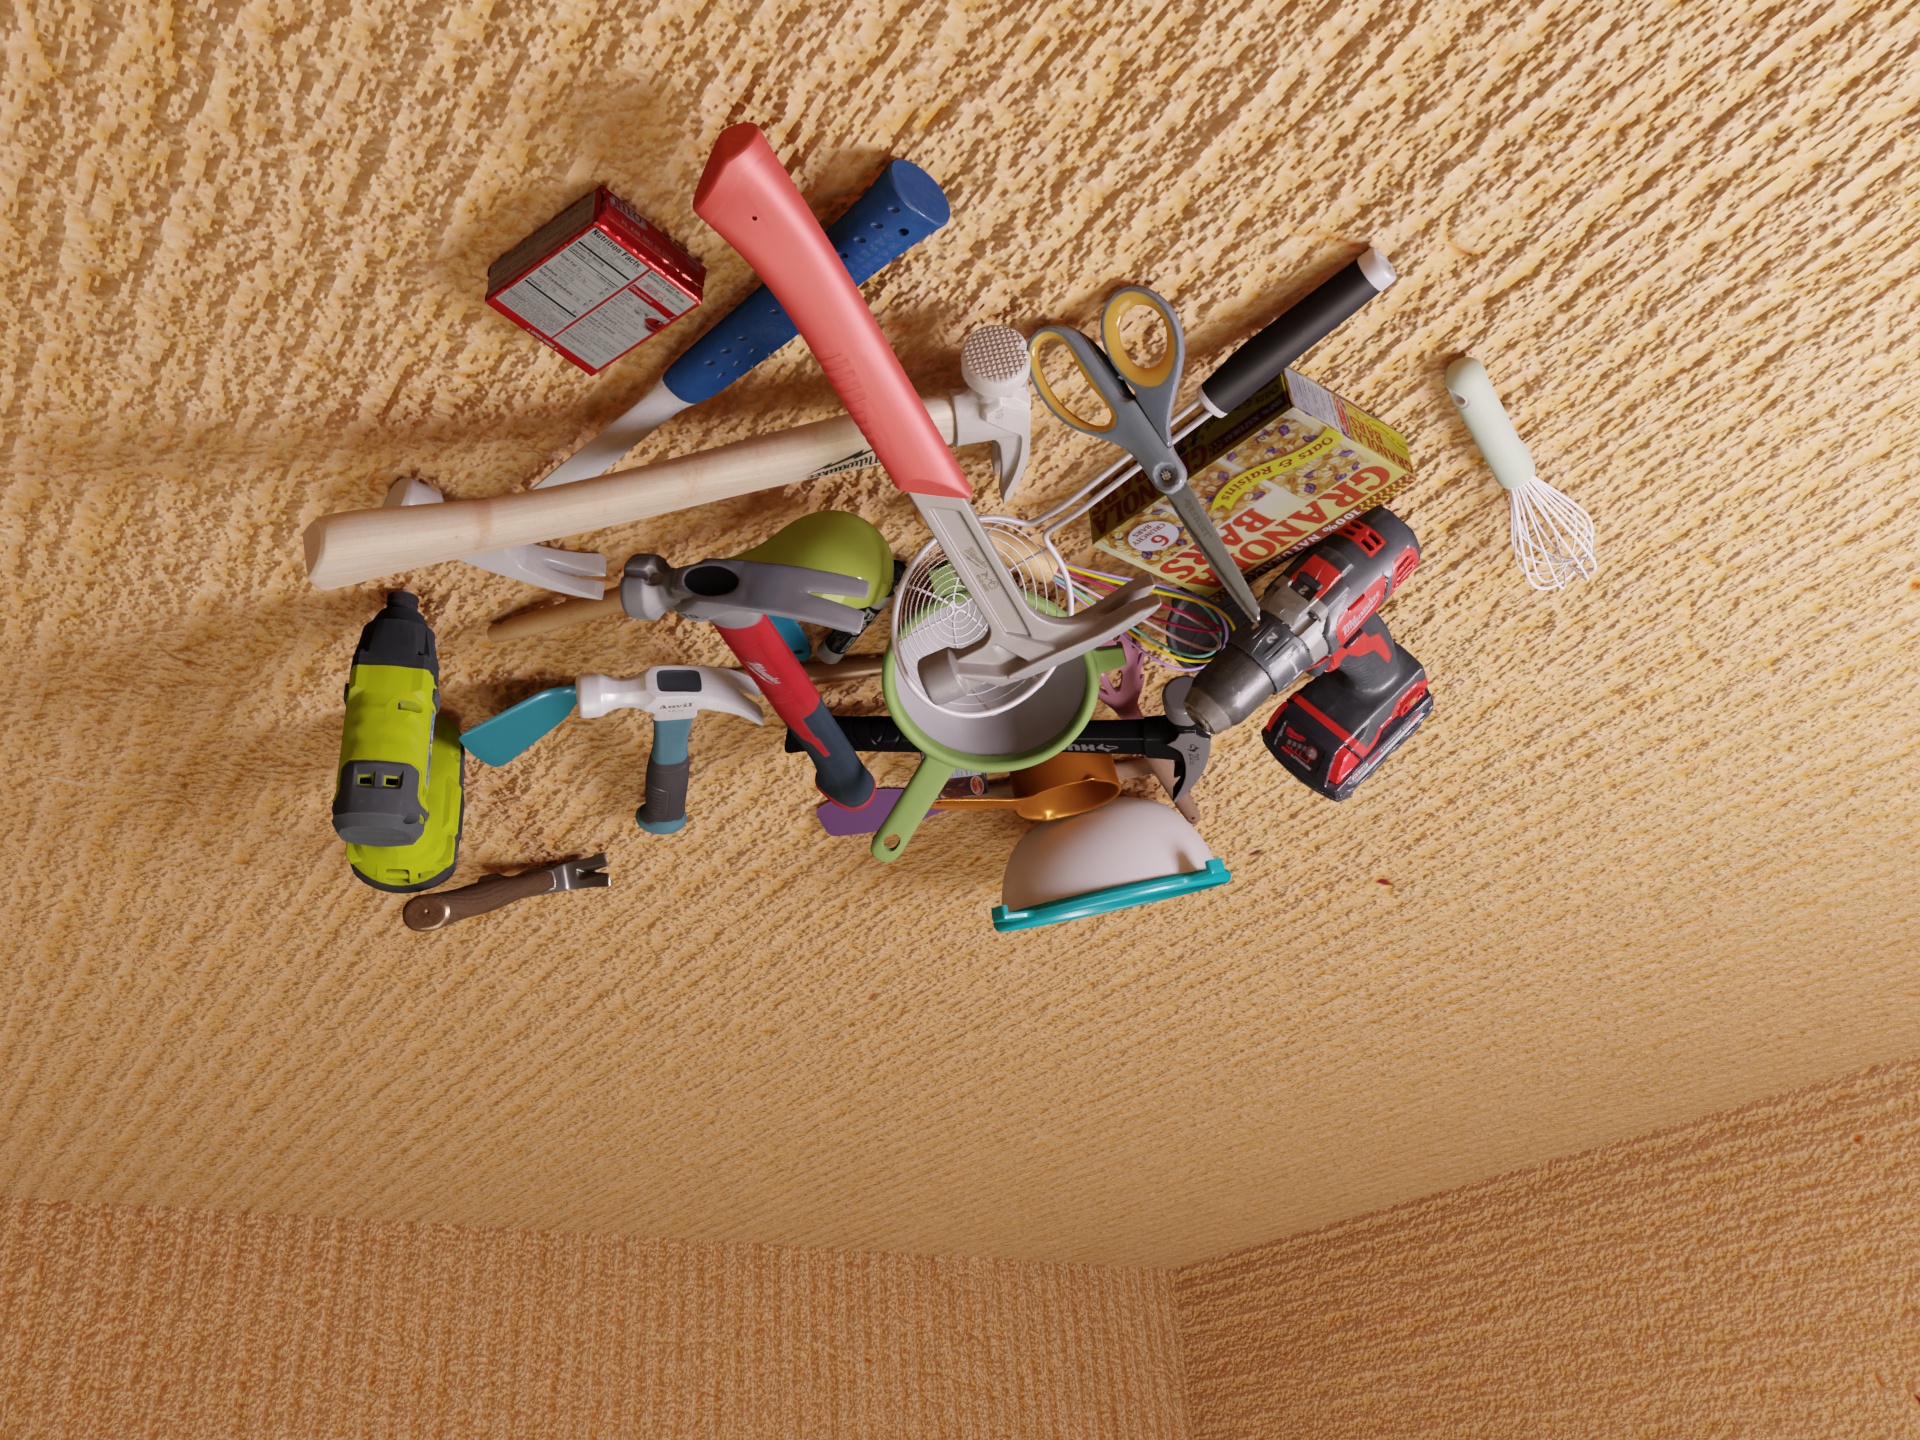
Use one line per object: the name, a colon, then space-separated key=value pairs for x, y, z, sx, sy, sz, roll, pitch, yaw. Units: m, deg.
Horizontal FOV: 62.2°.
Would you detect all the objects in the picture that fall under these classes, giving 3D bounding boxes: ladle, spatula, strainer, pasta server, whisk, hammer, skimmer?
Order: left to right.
hammer: x=-0.380 y=0.142 z=1.313 sx=0.130 sy=0.031 sz=0.331 roll=-11 pitch=179 yaw=1
hammer: x=-0.225 y=0.029 z=1.220 sx=0.128 sy=0.033 sz=0.331 roll=-5 pitch=161 yaw=-14
ladle: x=-0.186 y=-0.078 z=1.044 sx=0.320 sy=0.078 sz=0.062 roll=-11 pitch=118 yaw=29
hammer: x=-0.160 y=-0.180 z=0.899 sx=0.405 sy=0.035 sz=0.144 roll=-28 pitch=143 yaw=36
hammer: x=-0.161 y=-0.130 z=0.906 sx=0.410 sy=0.038 sz=0.146 roll=-13 pitch=160 yaw=-3
spatula: x=-0.208 y=-0.013 z=1.186 sx=0.317 sy=0.044 sz=0.082 roll=-7 pitch=161 yaw=2
hammer: x=-0.094 y=-0.010 z=1.065 sx=0.143 sy=0.038 sz=0.386 roll=6 pitch=161 yaw=12
hammer: x=-0.021 y=-0.153 z=0.834 sx=0.149 sy=0.037 sz=0.358 roll=-24 pitch=132 yaw=11
strainer: x=-0.002 y=-0.004 z=1.147 sx=0.151 sy=0.069 sz=0.256 roll=24 pitch=123 yaw=-12
spatula: x=0.027 y=0.061 z=1.377 sx=0.316 sy=0.018 sz=0.059 roll=-10 pitch=139 yaw=11
hammer: x=0.025 y=0.014 z=1.220 sx=0.335 sy=0.035 sz=0.146 roll=0 pitch=152 yaw=12
whisk: x=0.081 y=-0.095 z=1.053 sx=0.244 sy=0.051 sz=0.047 roll=23 pitch=160 yaw=-20
strainer: x=0.131 y=0.127 z=1.453 sx=0.211 sy=0.095 sz=0.340 roll=-13 pitch=172 yaw=5
skimmer: x=0.103 y=-0.131 z=0.924 sx=0.127 sy=0.090 sz=0.363 roll=32 pitch=128 yaw=-30
pasta server: x=0.148 y=0.010 z=1.273 sx=0.060 sy=0.040 sz=0.315 roll=-14 pitch=149 yaw=17
whisk: x=0.356 y=-0.154 z=1.012 sx=0.059 sy=0.058 sz=0.246 roll=-48 pitch=137 yaw=4

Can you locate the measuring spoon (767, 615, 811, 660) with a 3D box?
measuring spoon: x=-0.123 y=-0.074 z=1.123 sx=0.042 sy=0.021 sz=0.128 roll=-6 pitch=160 yaw=3

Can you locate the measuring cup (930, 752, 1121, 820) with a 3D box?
measuring cup: x=0.045 y=0.044 z=1.291 sx=0.173 sy=0.052 sz=0.095 roll=-1 pitch=157 yaw=-22

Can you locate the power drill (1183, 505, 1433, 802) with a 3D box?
power drill: x=0.245 y=-0.028 z=1.108 sx=0.188 sy=0.080 sz=0.226 roll=-44 pitch=148 yaw=-6

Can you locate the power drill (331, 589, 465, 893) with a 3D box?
power drill: x=-0.394 y=0.023 z=1.120 sx=0.080 sy=0.171 sz=0.223 roll=4 pitch=159 yaw=-14
